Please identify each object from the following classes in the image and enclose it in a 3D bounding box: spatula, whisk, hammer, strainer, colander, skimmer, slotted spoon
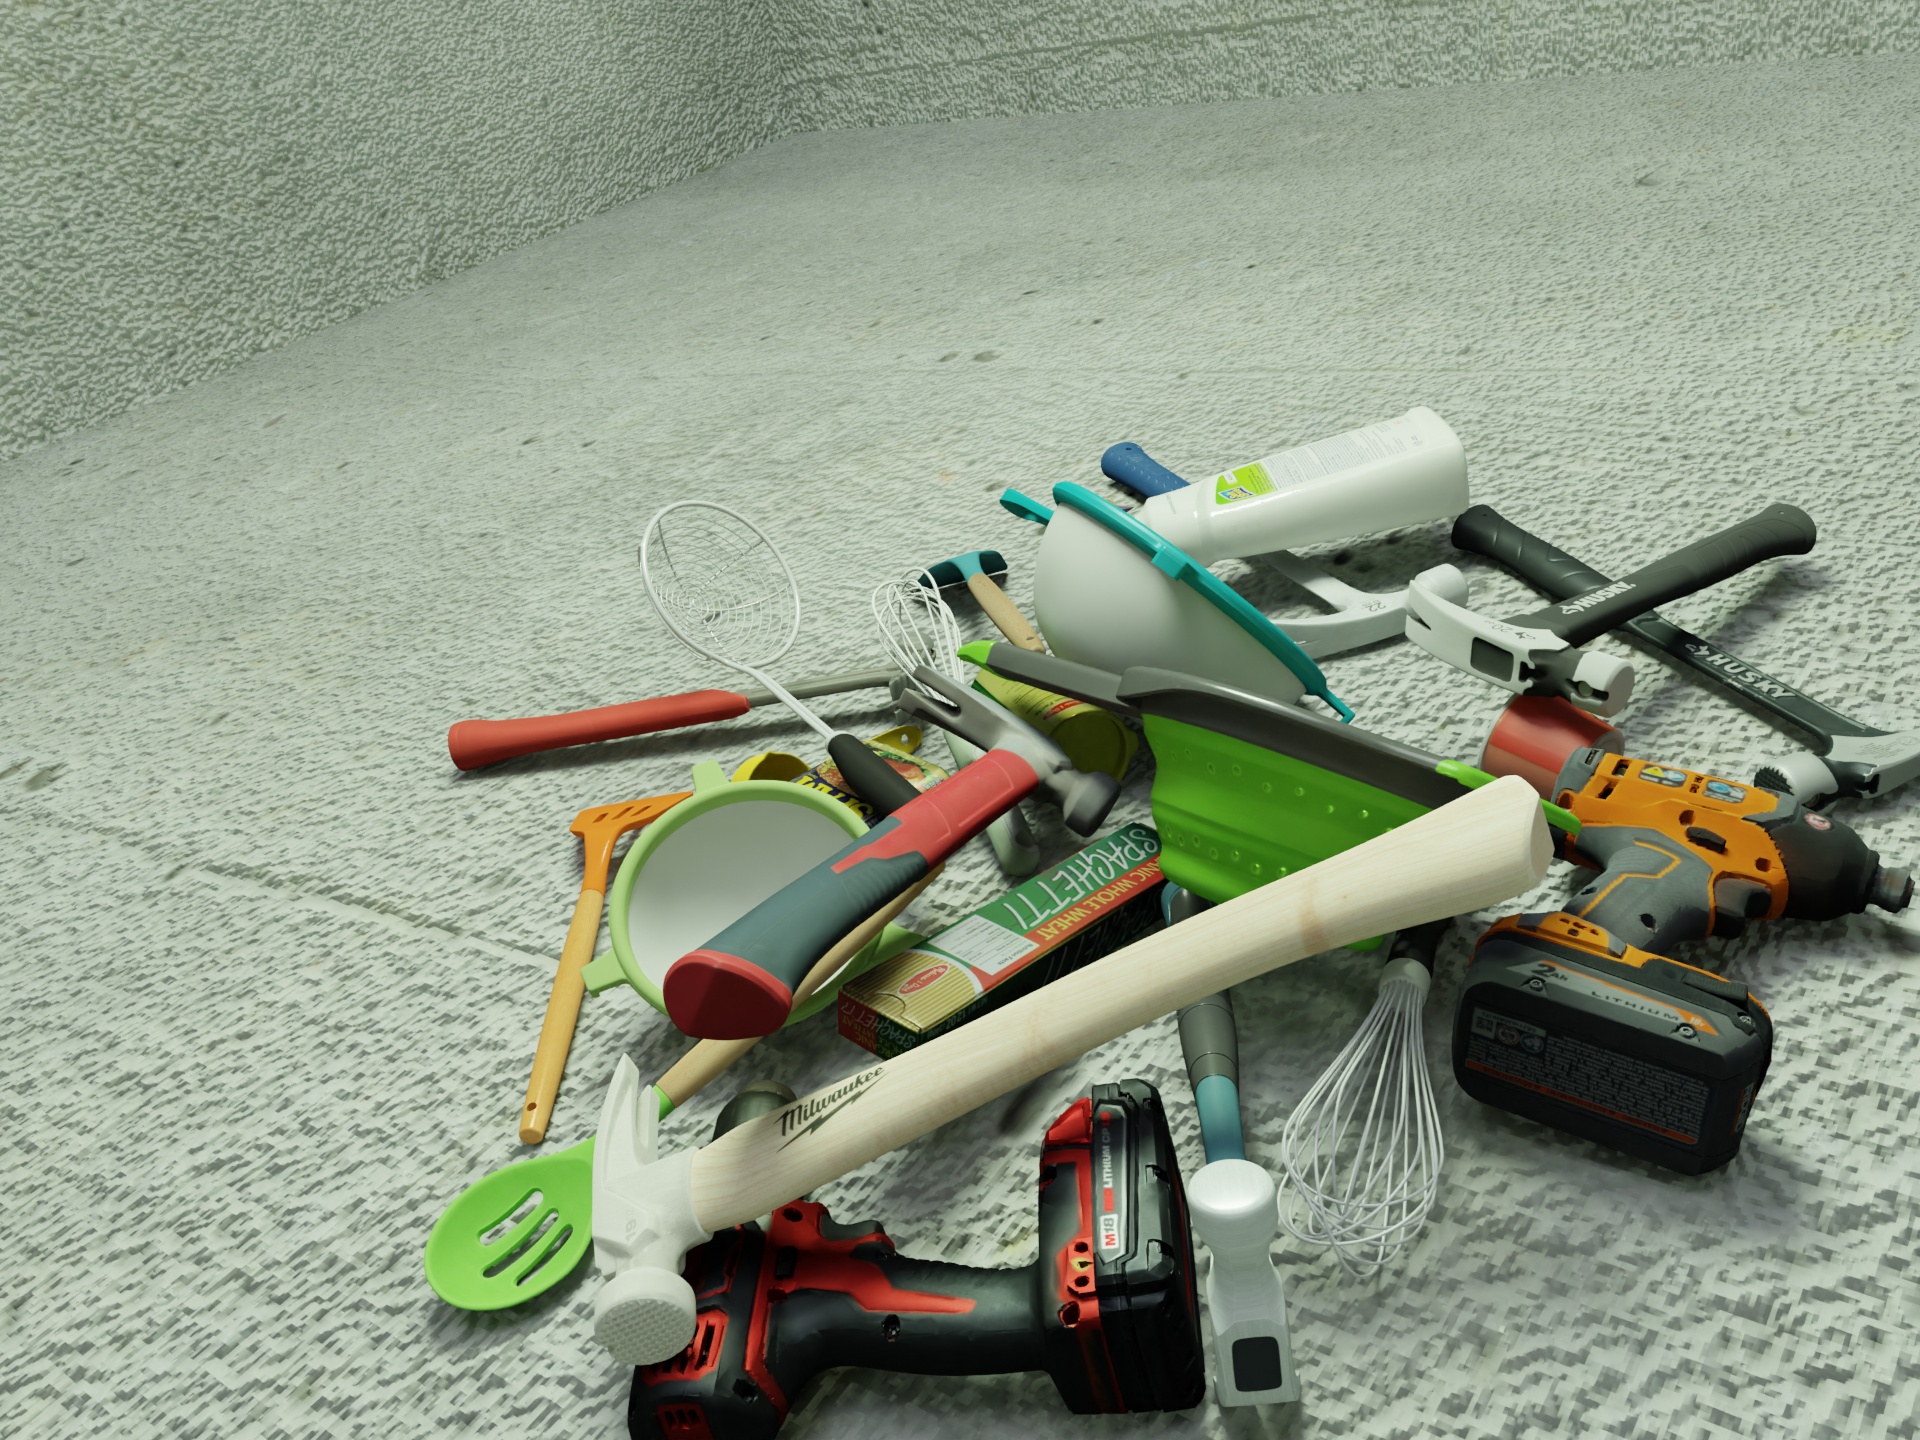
[{"bbox_3d":[0.022,-0.082,1.140,0.082,0.044,0.318,-14,20,-6],"label":"spatula"},{"bbox_3d":[-0.002,-0.003,0.994,0.057,0.059,0.247,7,44,-35],"label":"whisk"},{"bbox_3d":[0.209,-0.145,1.236,0.144,0.035,0.406,-20,31,-13],"label":"hammer"},{"bbox_3d":[0.106,-0.155,1.190,0.060,0.018,0.316,-15,5,5],"label":"spatula"},{"bbox_3d":[0.039,0.116,0.646,0.410,0.038,0.146,-25,30,3],"label":"hammer"},{"bbox_3d":[-0.197,-0.005,1.132,0.359,0.036,0.149,-9,16,9],"label":"hammer"},{"bbox_3d":[0.111,0.158,0.696,0.033,0.128,0.331,-8,21,7],"label":"hammer"},{"bbox_3d":[0.441,-0.062,1.006,0.149,0.036,0.409,-17,30,-10],"label":"hammer"},{"bbox_3d":[0.200,0.143,0.735,0.070,0.070,0.285,2,28,24],"label":"whisk"},{"bbox_3d":[0.090,-0.074,1.048,0.095,0.210,0.341,-53,35,2],"label":"strainer"},{"bbox_3d":[-0.221,0.129,0.949,0.081,0.041,0.323,-10,34,5],"label":"spatula"},{"bbox_3d":[0.113,0.033,0.826,0.204,0.094,0.397,20,-1,-38],"label":"colander"},{"bbox_3d":[-0.093,-0.037,0.990,0.127,0.090,0.364,12,18,-40],"label":"skimmer"},{"bbox_3d":[-0.122,0.168,0.777,0.314,0.031,0.070,-40,55,-20],"label":"slotted spoon"},{"bbox_3d":[-0.040,0.054,0.773,0.143,0.038,0.386,33,23,13],"label":"hammer"},{"bbox_3d":[-0.061,0.126,0.858,0.256,0.069,0.152,16,58,12],"label":"strainer"},{"bbox_3d":[0.414,-0.083,0.962,0.334,0.035,0.146,-21,31,-34],"label":"hammer"}]

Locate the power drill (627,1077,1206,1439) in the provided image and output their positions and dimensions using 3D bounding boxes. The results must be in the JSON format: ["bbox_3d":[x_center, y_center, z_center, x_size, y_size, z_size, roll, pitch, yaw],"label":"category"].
[{"bbox_3d":[-0.020,0.215,0.672,0.226,0.080,0.188,-11,29,9],"label":"power drill"}]

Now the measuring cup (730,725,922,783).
[{"bbox_3d":[-0.087,0.034,1.042,0.029,0.062,0.156,-4,15,47],"label":"measuring cup"}]

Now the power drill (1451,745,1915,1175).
[{"bbox_3d":[0.332,0.098,0.726,0.164,0.084,0.226,16,36,30],"label":"power drill"}]
